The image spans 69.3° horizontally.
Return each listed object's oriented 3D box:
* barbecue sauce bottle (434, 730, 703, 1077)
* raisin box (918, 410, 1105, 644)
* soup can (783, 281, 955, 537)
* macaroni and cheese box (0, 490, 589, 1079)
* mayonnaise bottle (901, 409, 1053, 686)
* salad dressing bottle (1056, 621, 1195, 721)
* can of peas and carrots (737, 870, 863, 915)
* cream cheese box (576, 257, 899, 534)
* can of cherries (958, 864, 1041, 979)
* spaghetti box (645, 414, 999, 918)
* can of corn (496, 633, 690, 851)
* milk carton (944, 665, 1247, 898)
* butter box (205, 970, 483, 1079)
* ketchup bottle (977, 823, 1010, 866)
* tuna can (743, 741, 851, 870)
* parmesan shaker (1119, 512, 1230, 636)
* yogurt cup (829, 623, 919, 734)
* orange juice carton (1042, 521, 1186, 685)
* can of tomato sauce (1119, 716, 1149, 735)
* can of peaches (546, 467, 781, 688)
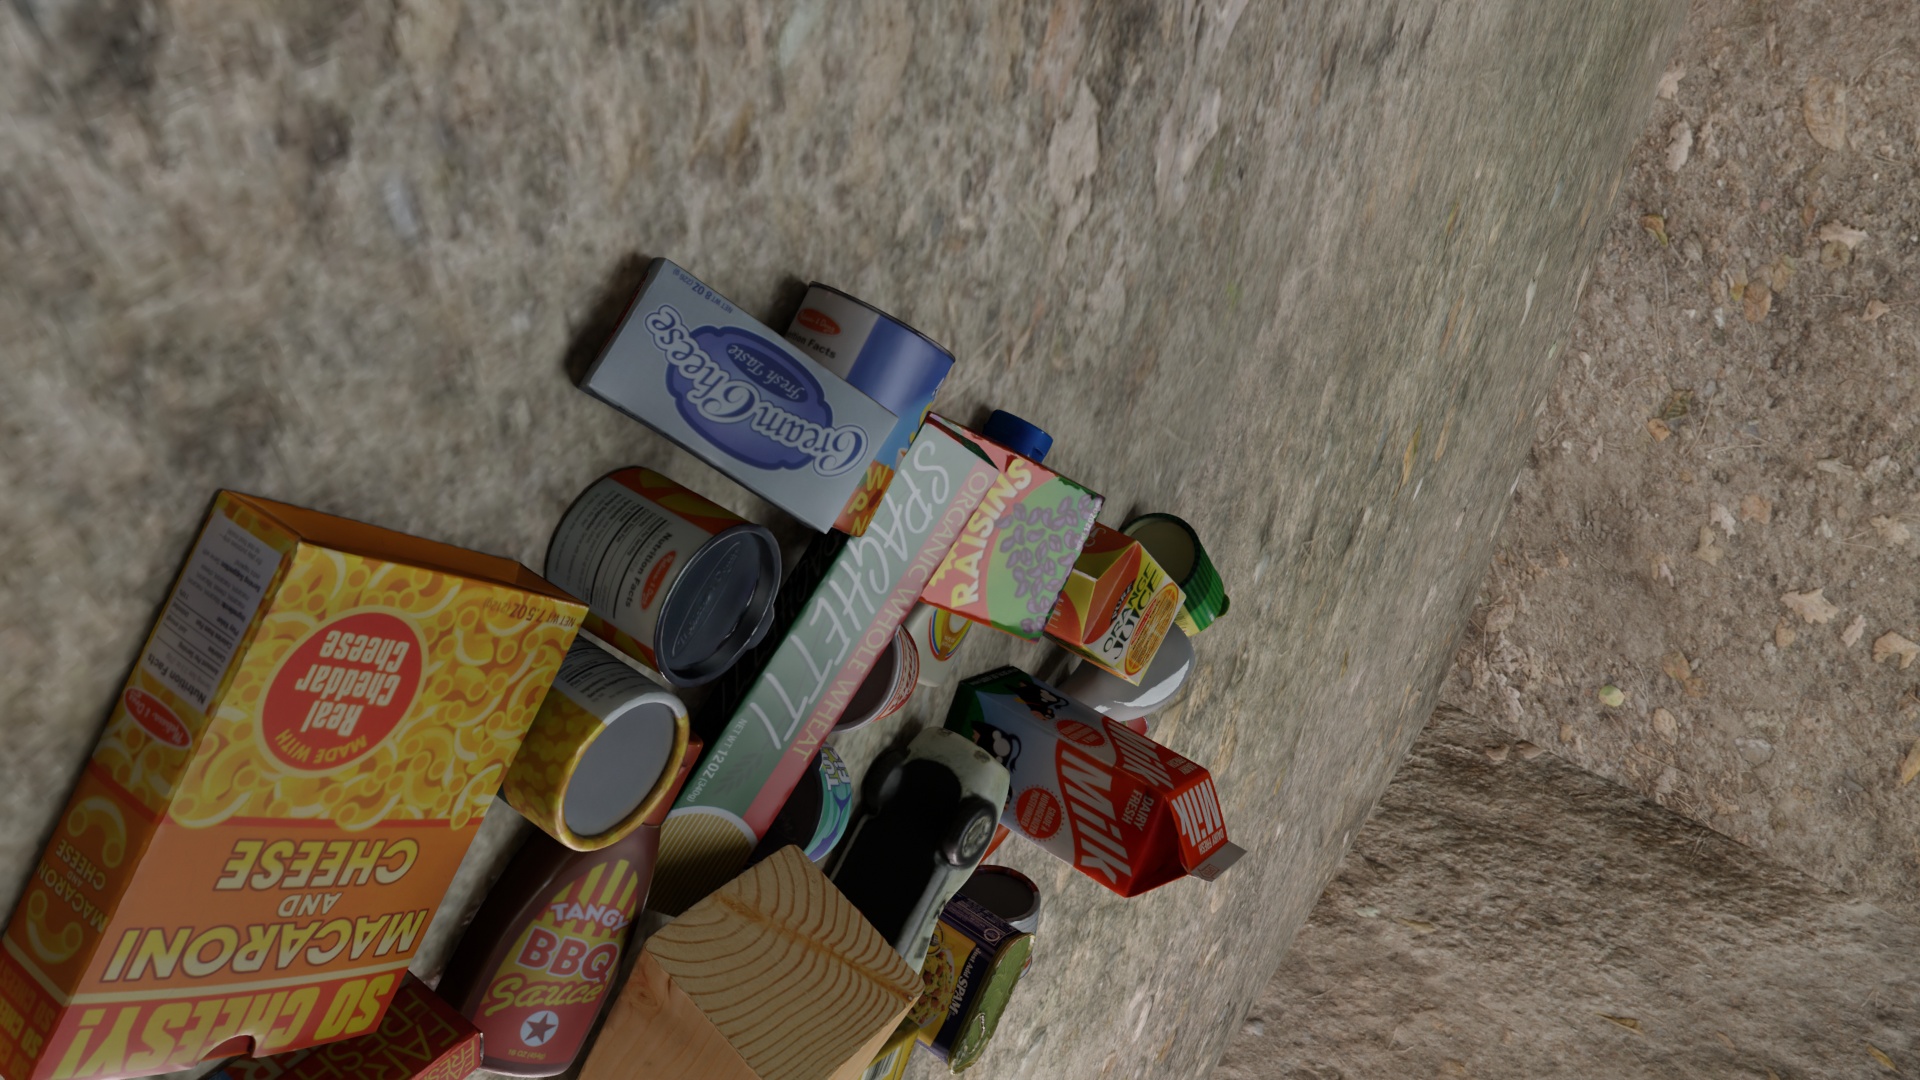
[{"bbox_3d":[-0.155,0.140,0.565,0.065,0.044,0.148,30,87,-41],"label":"barbecue sauce bottle"},{"bbox_3d":[0.002,-0.009,0.678,0.123,0.040,0.086,23,94,-39],"label":"raisin box"},{"bbox_3d":[-0.048,-0.051,0.564,0.083,0.071,0.071,-63,155,0],"label":"soup can"},{"bbox_3d":[-0.201,0.078,0.428,0.166,0.040,0.123,-64,154,0],"label":"macaroni and cheese box"},{"bbox_3d":[0.000,0.003,0.736,0.148,0.041,0.064,-62,150,-1],"label":"mayonnaise bottle"},{"bbox_3d":[0.095,0.107,0.971,0.148,0.064,0.043,-29,170,-22],"label":"salad dressing bottle"},{"bbox_3d":[-0.091,0.208,0.737,0.071,0.059,0.070,-44,149,-35],"label":"can of peas and carrots"},{"bbox_3d":[-0.078,-0.050,0.497,0.103,0.024,0.053,33,85,-26],"label":"cream cheese box"},{"bbox_3d":[0.020,0.276,1.004,0.072,0.071,0.058,-28,131,-51],"label":"can of cherries"},{"bbox_3d":[-0.070,0.056,0.612,0.050,0.029,0.250,31,93,-34],"label":"spaghetti box"},{"bbox_3d":[-0.144,0.074,0.512,0.071,0.058,0.070,-43,148,-36],"label":"can of corn"},{"bbox_3d":[0.082,0.155,0.861,0.072,0.191,0.073,-8,121,-60],"label":"milk carton"},{"bbox_3d":[-0.223,0.193,0.480,0.104,0.053,0.024,-34,144,-46],"label":"butter box"},{"bbox_3d":[0.002,0.191,0.916,0.149,0.043,0.064,-27,137,-52],"label":"ketchup bottle"},{"bbox_3d":[-0.085,0.120,0.655,0.071,0.071,0.033,-64,156,1],"label":"tuna can"},{"bbox_3d":[0.155,0.026,1.018,0.071,0.071,0.103,-60,154,-8],"label":"parmesan shaker"},{"bbox_3d":[-0.053,0.059,0.666,0.072,0.072,0.054,-63,163,-1],"label":"yogurt cup"},{"bbox_3d":[0.077,0.030,0.873,0.073,0.072,0.192,-62,155,-4],"label":"orange juice carton"},{"bbox_3d":[0.087,0.149,1.010,0.083,0.071,0.070,-50,151,-25],"label":"can of tomato sauce"},{"bbox_3d":[-0.110,0.014,0.521,0.071,0.058,0.070,-44,149,-36],"label":"can of peaches"}]
